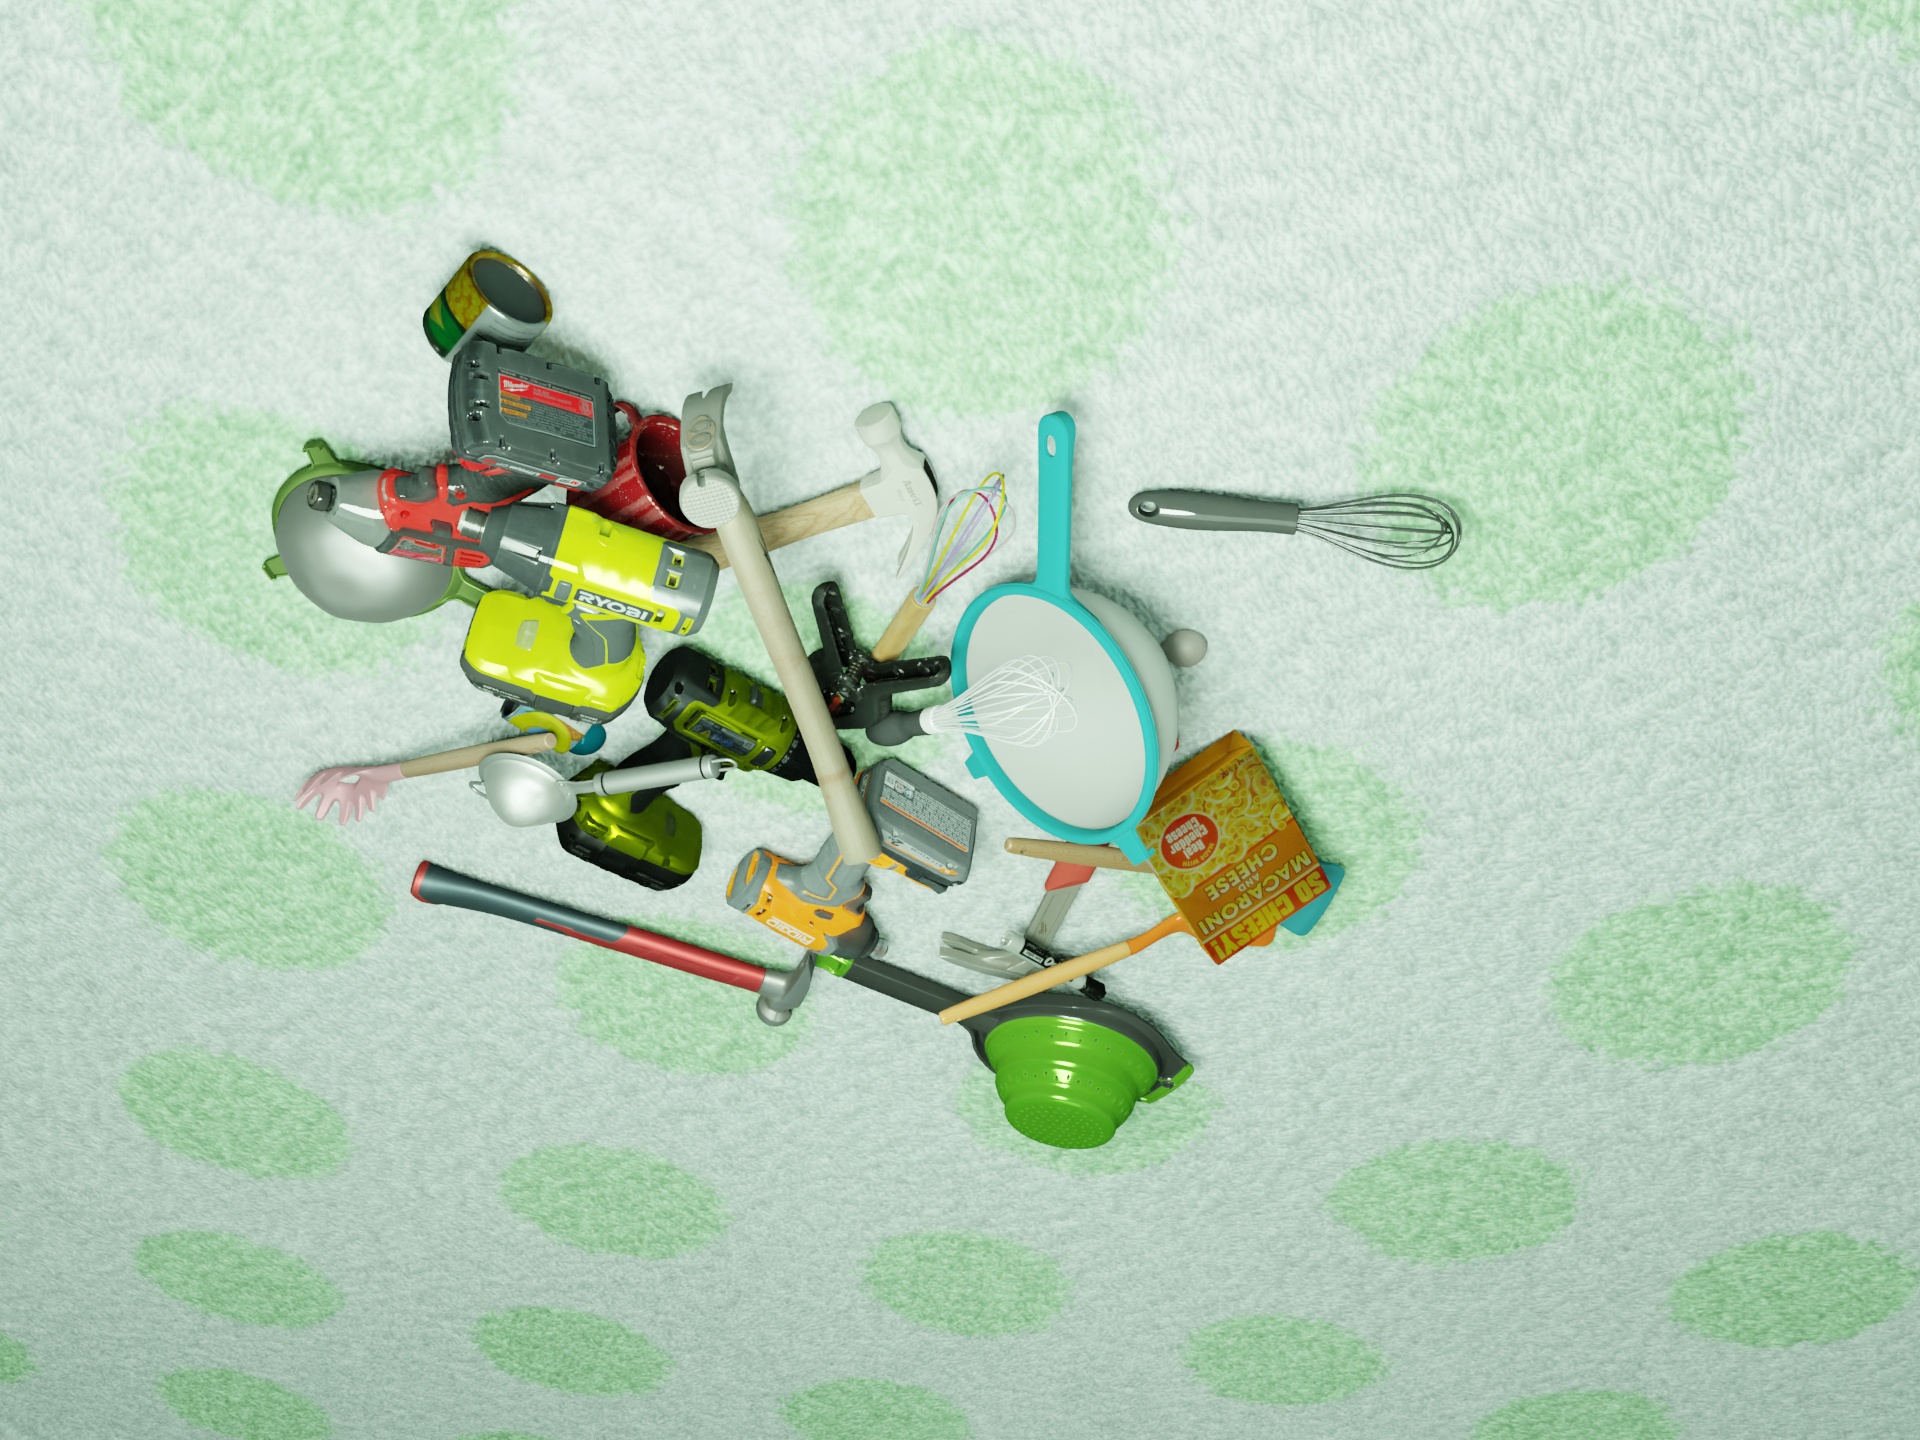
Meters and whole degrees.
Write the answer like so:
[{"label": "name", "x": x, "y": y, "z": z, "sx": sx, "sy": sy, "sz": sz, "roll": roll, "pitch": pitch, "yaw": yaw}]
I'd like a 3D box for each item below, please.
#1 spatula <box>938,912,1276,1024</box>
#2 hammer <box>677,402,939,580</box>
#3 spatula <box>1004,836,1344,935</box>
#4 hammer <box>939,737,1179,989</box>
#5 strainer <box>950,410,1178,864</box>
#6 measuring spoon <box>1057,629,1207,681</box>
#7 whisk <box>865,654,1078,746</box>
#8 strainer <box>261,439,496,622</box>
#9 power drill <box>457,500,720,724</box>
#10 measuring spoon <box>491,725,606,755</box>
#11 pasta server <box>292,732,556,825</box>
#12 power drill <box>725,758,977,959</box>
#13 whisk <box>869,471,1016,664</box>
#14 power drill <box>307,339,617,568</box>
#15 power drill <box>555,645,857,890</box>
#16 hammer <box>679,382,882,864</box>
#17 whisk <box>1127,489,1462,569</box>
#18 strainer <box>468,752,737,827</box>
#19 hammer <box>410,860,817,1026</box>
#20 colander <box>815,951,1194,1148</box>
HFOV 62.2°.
[{"label": "spatula", "x": 0.135, "y": 0.224, "z": 1.459, "sx": 0.322, "sy": 0.041, "sz": 0.080, "roll": -19, "pitch": 137, "yaw": -9}, {"label": "hammer", "x": -0.169, "y": -0.133, "z": 1.209, "sx": 0.331, "sy": 0.031, "sz": 0.129, "roll": -16, "pitch": 129, "yaw": 20}, {"label": "spatula", "x": 0.182, "y": 0.130, "z": 1.375, "sx": 0.317, "sy": 0.044, "sz": 0.082, "roll": 9, "pitch": 122, "yaw": -25}, {"label": "hammer", "x": 0.097, "y": 0.118, "z": 1.412, "sx": 0.149, "sy": 0.037, "sz": 0.358, "roll": 15, "pitch": 133, "yaw": -8}, {"label": "strainer", "x": 0.094, "y": -0.074, "z": 1.186, "sx": 0.211, "sy": 0.095, "sz": 0.340, "roll": 27, "pitch": 130, "yaw": 40}, {"label": "measuring spoon", "x": 0.136, "y": -0.044, "z": 1.267, "sx": 0.124, "sy": 0.018, "sz": 0.034, "roll": -13, "pitch": 131, "yaw": 19}, {"label": "whisk", "x": -0.003, "y": -0.003, "z": 1.224, "sx": 0.070, "sy": 0.070, "sz": 0.284, "roll": 34, "pitch": 158, "yaw": -24}, {"label": "strainer", "x": -0.421, "y": -0.098, "z": 1.242, "sx": 0.256, "sy": 0.069, "sz": 0.151, "roll": 27, "pitch": 130, "yaw": -16}, {"label": "power drill", "x": -0.284, "y": -0.081, "z": 1.145, "sx": 0.171, "sy": 0.080, "sz": 0.223, "roll": 17, "pitch": 154, "yaw": -17}, {"label": "measuring spoon", "x": -0.369, "y": 0.025, "z": 1.383, "sx": 0.128, "sy": 0.021, "sz": 0.042, "roll": -12, "pitch": 131, "yaw": 14}, {"label": "pasta server", "x": -0.459, "y": 0.045, "z": 1.362, "sx": 0.316, "sy": 0.040, "sz": 0.060, "roll": -10, "pitch": 146, "yaw": 34}, {"label": "power drill", "x": -0.085, "y": 0.140, "z": 1.425, "sx": 0.164, "sy": 0.084, "sz": 0.226, "roll": 33, "pitch": 132, "yaw": -24}, {"label": "whisk", "x": -0.021, "y": -0.102, "z": 1.192, "sx": 0.051, "sy": 0.047, "sz": 0.245, "roll": -19, "pitch": 160, "yaw": -35}, {"label": "power drill", "x": -0.349, "y": -0.173, "z": 1.110, "sx": 0.143, "sy": 0.079, "sz": 0.219, "roll": 10, "pitch": 156, "yaw": -43}, {"label": "power drill", "x": -0.220, "y": 0.050, "z": 1.355, "sx": 0.190, "sy": 0.080, "sz": 0.228, "roll": 30, "pitch": 127, "yaw": -30}, {"label": "hammer", "x": -0.125, "y": -0.049, "z": 1.177, "sx": 0.038, "sy": 0.146, "sz": 0.410, "roll": -14, "pitch": 131, "yaw": 4}, {"label": "whisk", "x": 0.240, "y": -0.143, "z": 1.147, "sx": 0.239, "sy": 0.055, "sz": 0.055, "roll": 6, "pitch": 134, "yaw": 6}, {"label": "strainer", "x": -0.296, "y": 0.053, "z": 1.285, "sx": 0.258, "sy": 0.050, "sz": 0.086, "roll": -9, "pitch": 133, "yaw": 19}, {"label": "hammer", "x": -0.330, "y": 0.199, "z": 1.523, "sx": 0.386, "sy": 0.038, "sz": 0.143, "roll": 19, "pitch": 141, "yaw": -9}, {"label": "colander", "x": 0.031, "y": 0.329, "z": 1.562, "sx": 0.397, "sy": 0.095, "sz": 0.204, "roll": 23, "pitch": 142, "yaw": -10}]
